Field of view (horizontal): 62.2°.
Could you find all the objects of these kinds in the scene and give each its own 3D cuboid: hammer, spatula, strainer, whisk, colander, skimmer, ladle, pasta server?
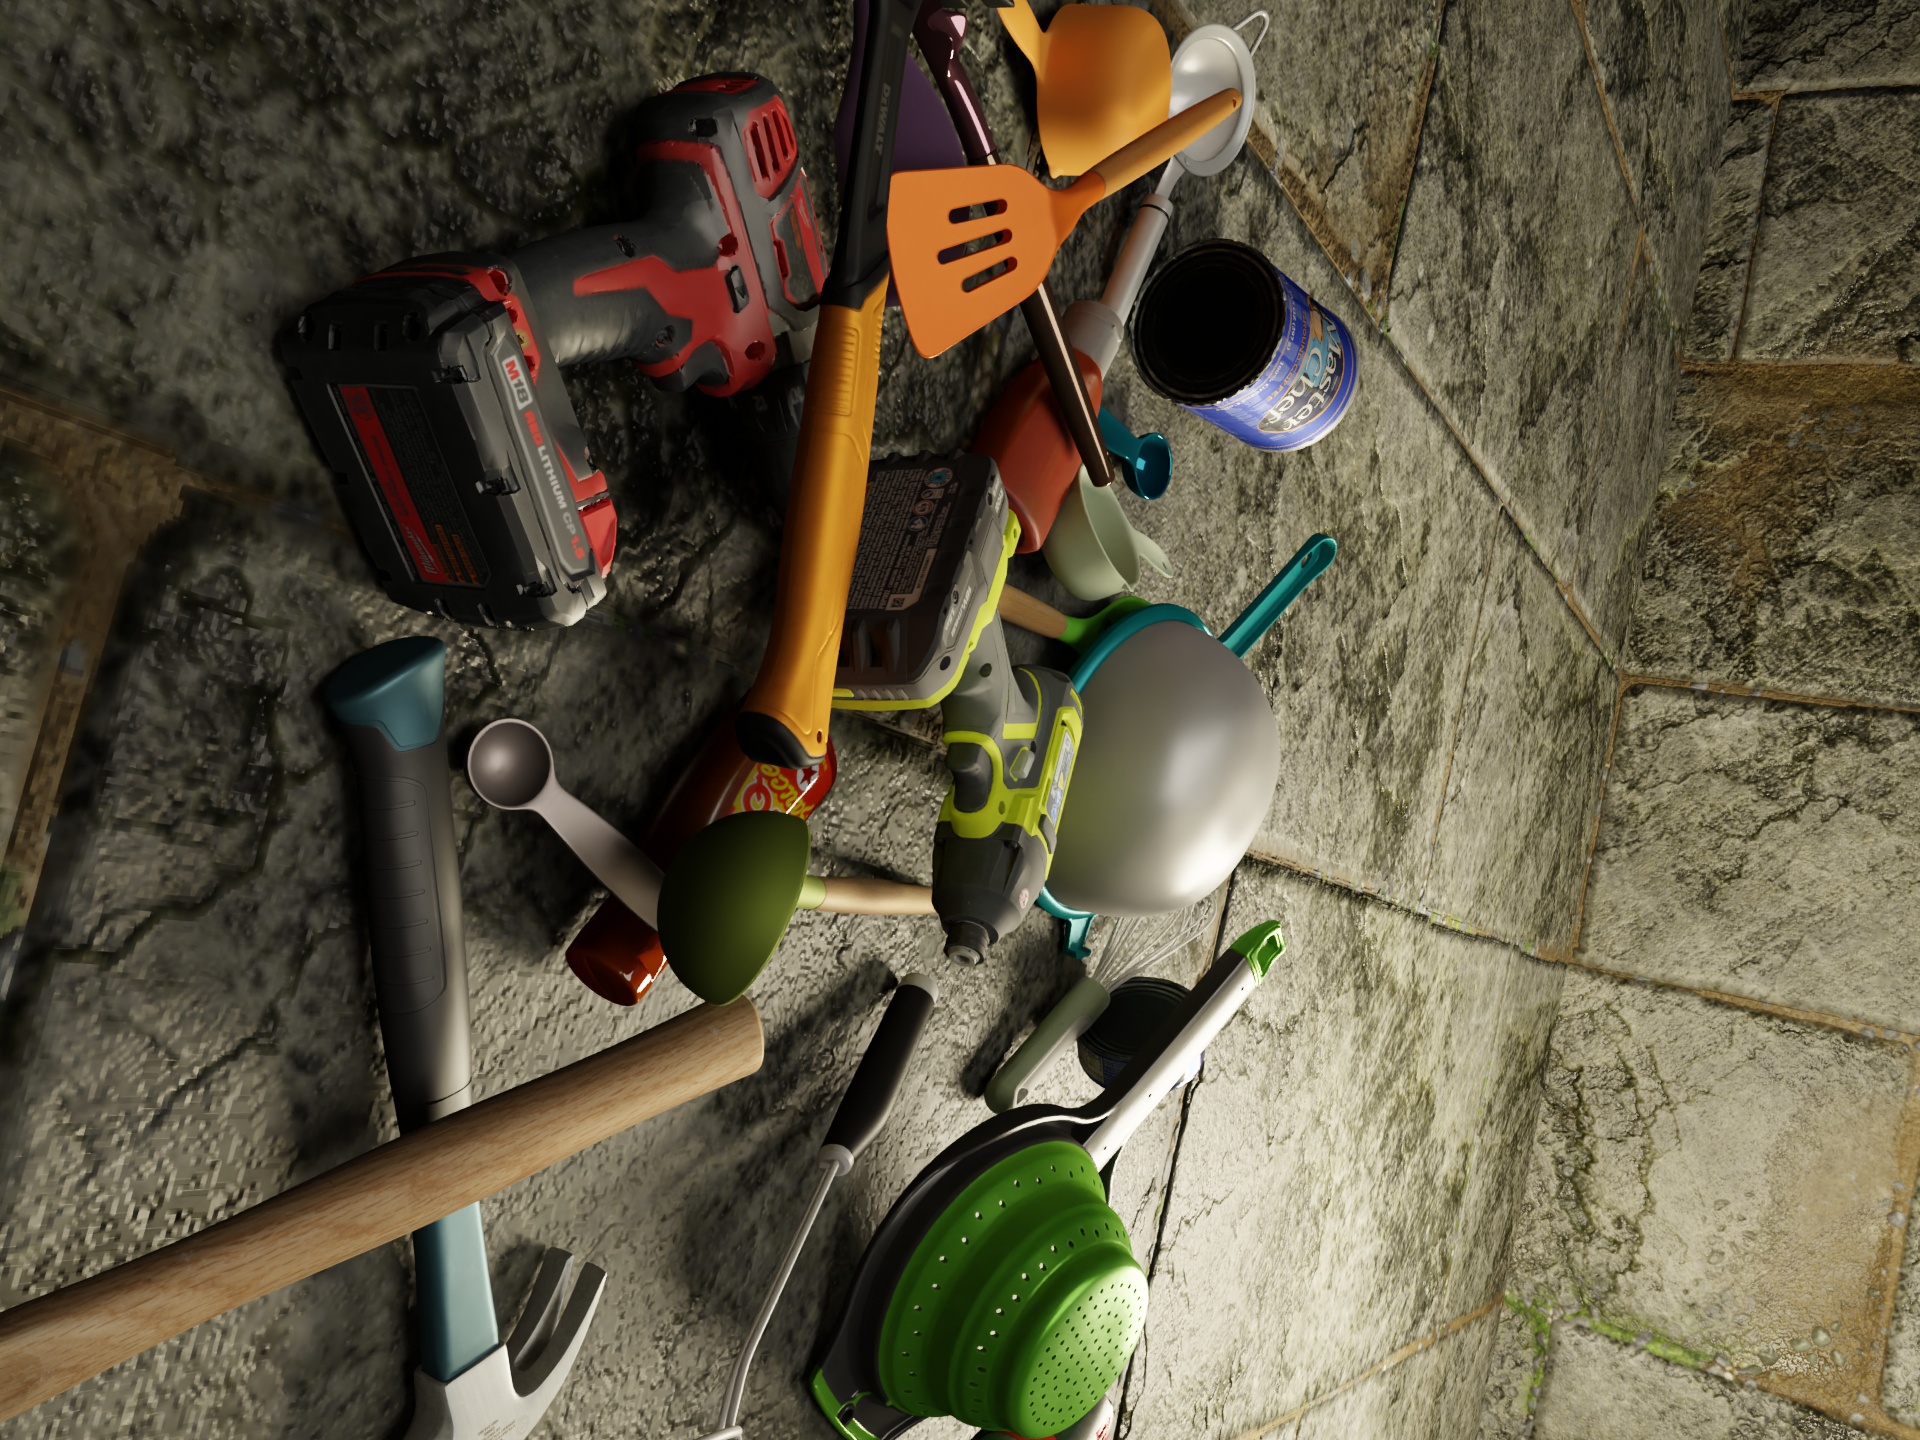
[{"bbox_3d":[-0.199,0.163,0.527,0.331,0.031,0.130,-17,111,-44],"label":"hammer"},{"bbox_3d":[-0.041,-0.342,0.690,0.018,0.060,0.315,-83,166,-70],"label":"spatula"},{"bbox_3d":[0.117,-0.313,0.949,0.086,0.050,0.258,33,76,-46],"label":"strainer"},{"bbox_3d":[0.092,0.173,1.034,0.246,0.059,0.057,-40,141,-40],"label":"whisk"},{"bbox_3d":[-0.042,-0.148,0.625,0.127,0.034,0.337,-3,103,-66],"label":"hammer"},{"bbox_3d":[0.092,0.273,0.917,0.397,0.095,0.204,-44,136,-21],"label":"colander"},{"bbox_3d":[-0.194,0.135,0.581,0.128,0.033,0.331,-22,116,-53],"label":"hammer"},{"bbox_3d":[-0.104,0.234,0.730,0.090,0.127,0.363,38,42,-9],"label":"skimmer"},{"bbox_3d":[-0.048,0.085,0.723,0.078,0.062,0.320,-62,162,1],"label":"ladle"},{"bbox_3d":[0.027,-0.255,0.781,0.060,0.040,0.316,-75,146,-53],"label":"pasta server"},{"bbox_3d":[0.174,-0.001,1.009,0.340,0.095,0.210,-46,140,-25],"label":"strainer"},{"bbox_3d":[0.067,-0.271,0.788,0.323,0.041,0.081,-46,132,-45],"label":"spatula"}]

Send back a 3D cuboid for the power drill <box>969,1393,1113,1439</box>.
[{"bbox_3d":[0.022,0.505,0.946,0.143,0.079,0.219,-24,129,-53],"label":"power drill"}]

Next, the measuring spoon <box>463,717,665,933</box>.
[{"bbox_3d":[-0.146,0.047,0.617,0.124,0.018,0.034,50,56,-28],"label":"measuring spoon"}]

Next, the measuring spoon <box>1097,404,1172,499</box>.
[{"bbox_3d":[0.088,-0.172,0.967,0.128,0.021,0.042,25,78,-48],"label":"measuring spoon"}]

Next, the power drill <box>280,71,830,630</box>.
[{"bbox_3d":[-0.118,-0.119,0.596,0.227,0.080,0.187,-51,138,-43],"label":"power drill"}]

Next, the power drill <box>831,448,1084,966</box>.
[{"bbox_3d":[-0.001,-0.002,0.764,0.223,0.080,0.171,66,32,-46],"label":"power drill"}]

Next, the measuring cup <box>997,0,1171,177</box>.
[{"bbox_3d":[0.066,-0.342,0.820,0.173,0.052,0.095,8,92,-69],"label":"measuring cup"}]

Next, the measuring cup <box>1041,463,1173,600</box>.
[{"bbox_3d":[0.088,-0.101,0.951,0.167,0.038,0.083,14,57,-65],"label":"measuring cup"}]

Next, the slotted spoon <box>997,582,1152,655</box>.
[{"bbox_3d":[0.042,-0.062,0.910,0.313,0.031,0.070,17,84,-56],"label":"slotted spoon"}]
